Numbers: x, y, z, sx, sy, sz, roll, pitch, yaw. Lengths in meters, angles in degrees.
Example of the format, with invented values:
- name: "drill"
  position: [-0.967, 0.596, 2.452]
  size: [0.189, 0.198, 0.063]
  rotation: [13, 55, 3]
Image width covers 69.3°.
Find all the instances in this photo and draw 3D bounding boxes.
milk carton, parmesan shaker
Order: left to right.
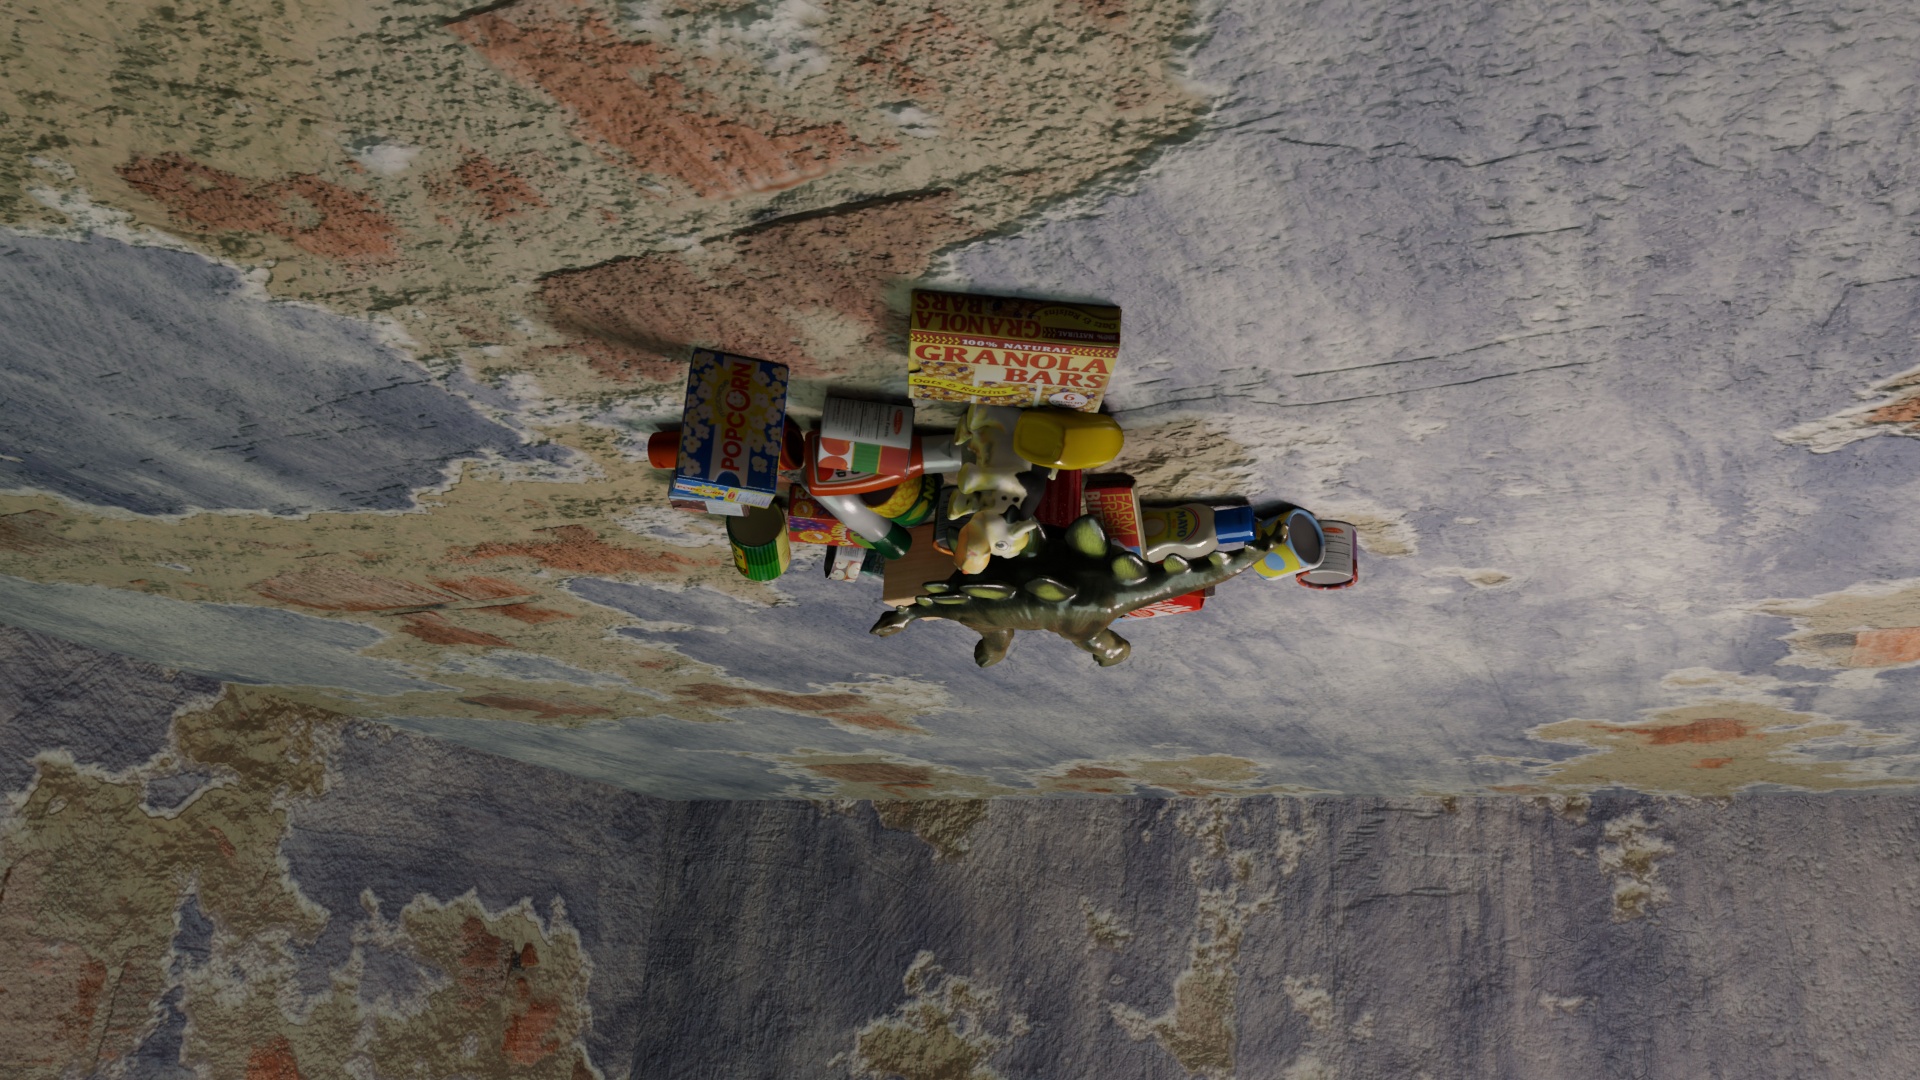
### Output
- name: "parmesan shaker"
  position: [-0.228, -0.004, 1.570]
  size: [0.071, 0.071, 0.102]
  rotation: [5, 157, -1]
- name: "milk carton"
  position: [0.215, 0.045, 1.608]
  size: [0.190, 0.072, 0.073]
  rotation: [-14, 154, 41]

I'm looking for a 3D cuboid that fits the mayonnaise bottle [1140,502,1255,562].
- name: "mayonnaise bottle"
  position: [0.235, -0.010, 1.466]
  size: [0.148, 0.065, 0.041]
  rotation: [-7, 152, 19]

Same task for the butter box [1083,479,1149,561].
- name: "butter box"
  position: [0.161, -0.013, 1.433]
  size: [0.053, 0.024, 0.103]
  rotation: [-3, 116, 20]

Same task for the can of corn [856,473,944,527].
- name: "can of corn"
  position: [-0.061, -0.054, 1.392]
  size: [0.071, 0.071, 0.058]
  rotation: [-11, 155, 36]

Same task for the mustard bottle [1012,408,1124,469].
- name: "mustard bottle"
  position: [0.108, -0.090, 1.239]
  size: [0.065, 0.048, 0.160]
  rotation: [21, -166, 31]

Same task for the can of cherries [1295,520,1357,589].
- name: "can of cherries"
  position: [0.398, 0.018, 1.511]
  size: [0.071, 0.058, 0.071]
  rotation: [4, 160, 1]

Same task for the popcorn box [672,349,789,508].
- name: "popcorn box"
  position: [-0.198, -0.097, 1.202]
  size: [0.085, 0.127, 0.038]
  rotation: [10, 156, -16]

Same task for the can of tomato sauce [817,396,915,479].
- name: "can of tomato sauce"
  position: [-0.087, -0.094, 1.277]
  size: [0.083, 0.071, 0.071]
  rotation: [7, 161, -5]

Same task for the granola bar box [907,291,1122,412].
- name: "granola bar box"
  position: [0.040, -0.151, 1.130]
  size: [0.166, 0.039, 0.123]
  rotation: [4, 161, -1]

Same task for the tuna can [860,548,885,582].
- name: "tuna can"
  position: [-0.085, 0.032, 1.666]
  size: [0.071, 0.033, 0.071]
  rotation: [18, 172, 3]

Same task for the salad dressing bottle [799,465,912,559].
- name: "salad dressing bottle"
  position: [-0.105, -0.032, 1.436]
  size: [0.044, 0.064, 0.147]
  rotation: [-41, 132, 5]

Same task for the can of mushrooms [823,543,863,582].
- name: "can of mushrooms"
  position: [-0.135, 0.015, 1.604]
  size: [0.033, 0.071, 0.070]
  rotation: [8, 160, -15]

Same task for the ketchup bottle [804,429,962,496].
- name: "ketchup bottle"
  position: [-0.073, -0.079, 1.334]
  size: [0.149, 0.065, 0.043]
  rotation: [-5, 168, -1]

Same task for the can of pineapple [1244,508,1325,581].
- name: "can of pineapple"
  position: [0.342, 0.003, 1.469]
  size: [0.071, 0.071, 0.057]
  rotation: [19, 152, -36]

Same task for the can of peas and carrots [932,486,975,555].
- name: "can of peas and carrots"
  position: [0.005, -0.019, 1.489]
  size: [0.071, 0.059, 0.070]
  rotation: [4, 161, 2]

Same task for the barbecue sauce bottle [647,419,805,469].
- name: "barbecue sauce bottle"
  position: [-0.230, -0.091, 1.354]
  size: [0.148, 0.044, 0.064]
  rotation: [-1, 161, 16]

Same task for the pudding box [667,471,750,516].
- name: "pudding box"
  position: [-0.271, -0.050, 1.501]
  size: [0.084, 0.030, 0.049]
  rotation: [5, 162, -2]

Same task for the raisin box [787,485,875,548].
- name: "raisin box"
  position: [-0.127, -0.025, 1.531]
  size: [0.123, 0.040, 0.086]
  rotation: [5, 161, -4]
